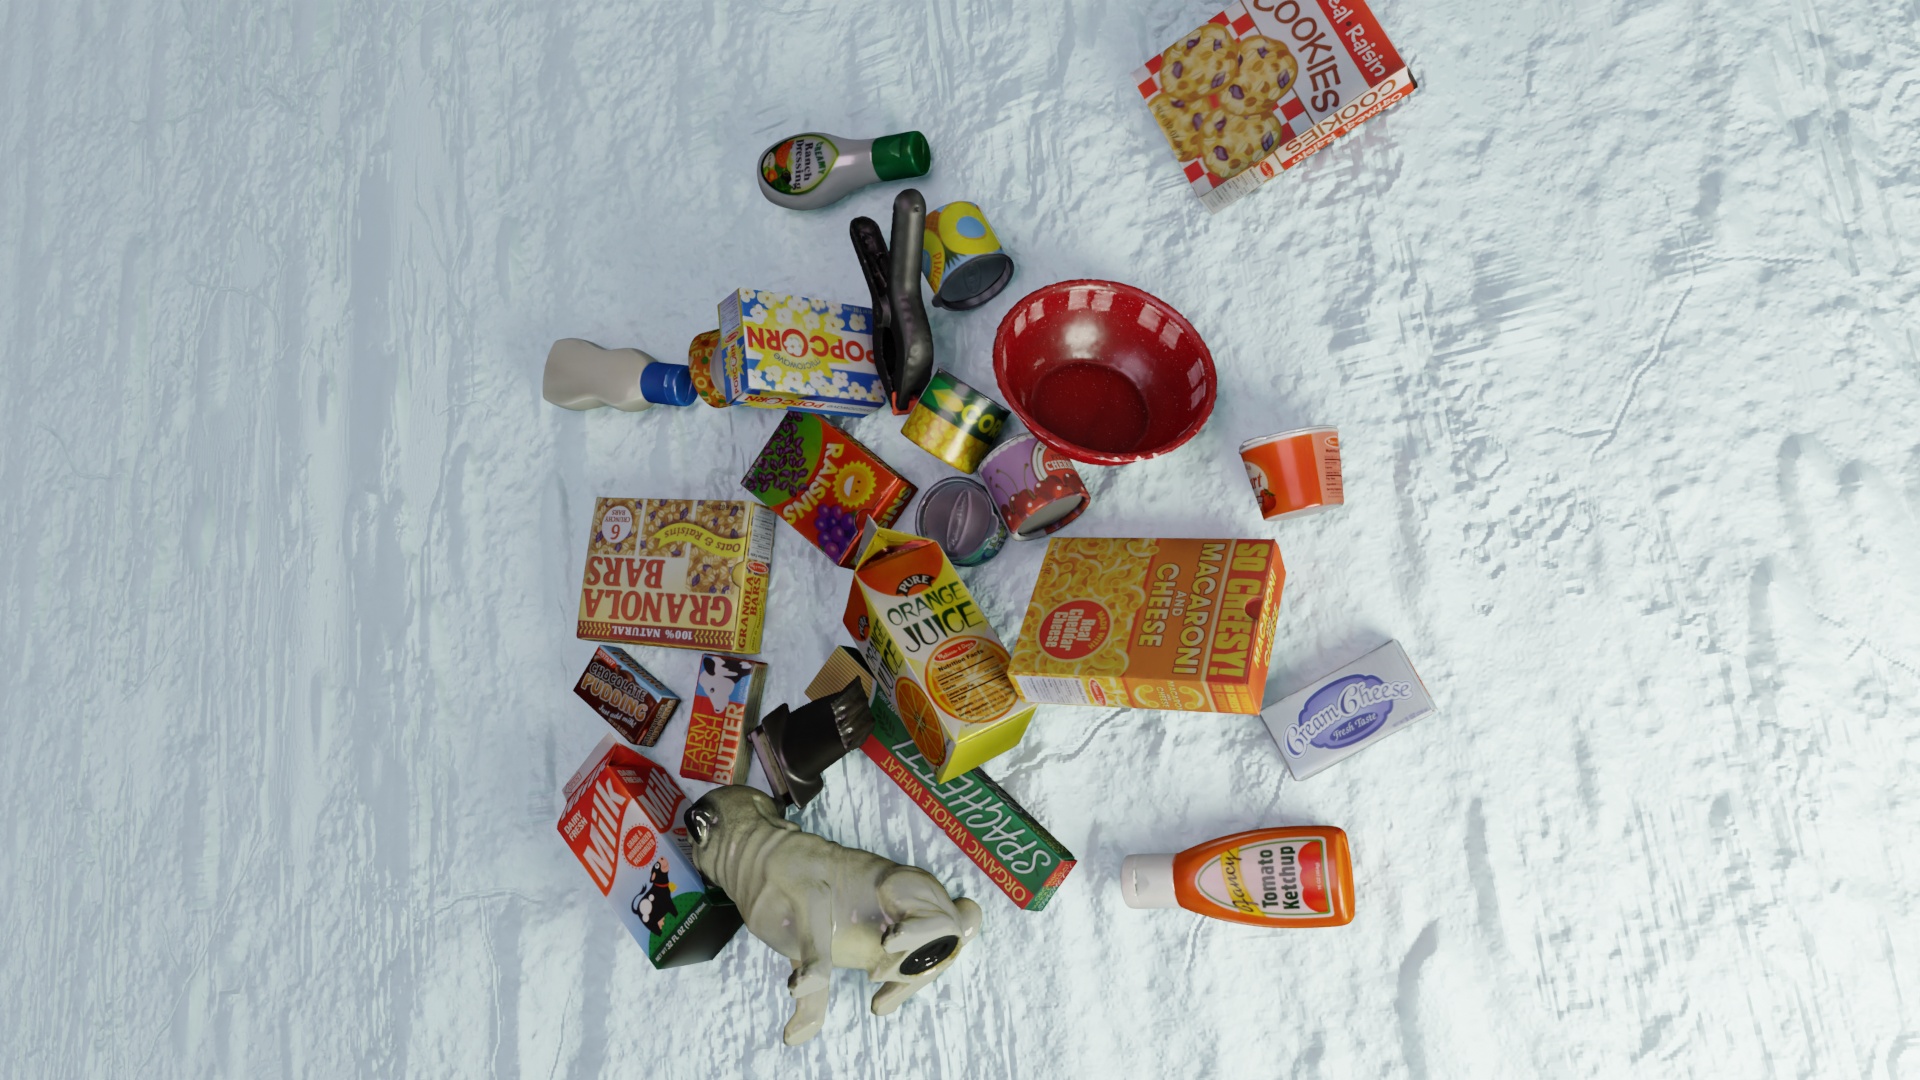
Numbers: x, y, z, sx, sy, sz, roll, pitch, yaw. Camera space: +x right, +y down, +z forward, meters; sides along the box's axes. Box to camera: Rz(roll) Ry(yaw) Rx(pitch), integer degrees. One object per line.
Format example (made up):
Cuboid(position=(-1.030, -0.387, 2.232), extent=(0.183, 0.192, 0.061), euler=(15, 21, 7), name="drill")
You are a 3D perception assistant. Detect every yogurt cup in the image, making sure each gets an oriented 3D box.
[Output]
Cuboid(position=(0.227, -0.044, 0.942), extent=(0.072, 0.072, 0.054), euler=(-13, 82, 23), name="yogurt cup")

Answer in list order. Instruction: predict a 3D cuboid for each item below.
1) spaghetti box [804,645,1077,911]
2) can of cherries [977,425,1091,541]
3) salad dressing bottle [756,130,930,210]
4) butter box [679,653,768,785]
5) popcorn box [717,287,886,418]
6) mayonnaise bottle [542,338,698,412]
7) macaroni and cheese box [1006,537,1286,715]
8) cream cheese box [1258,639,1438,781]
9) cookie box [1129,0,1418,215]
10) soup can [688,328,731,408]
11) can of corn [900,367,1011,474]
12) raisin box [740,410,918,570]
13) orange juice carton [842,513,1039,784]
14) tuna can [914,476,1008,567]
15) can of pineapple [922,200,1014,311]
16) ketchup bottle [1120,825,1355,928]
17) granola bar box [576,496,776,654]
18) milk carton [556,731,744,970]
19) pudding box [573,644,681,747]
Cuboid(position=(-0.019, 0.173, 1.035), extent=(0.250, 0.028, 0.050), euler=(41, 99, 27), name="spaghetti box")
Cuboid(position=(0.056, -0.041, 1.020), extent=(0.071, 0.071, 0.058), euler=(-33, 68, 17), name="can of cherries")
Cuboid(position=(-0.098, -0.314, 1.164), extent=(0.147, 0.044, 0.064), euler=(-2, 80, 25), name="salad dressing bottle")
Cuboid(position=(-0.192, 0.146, 1.127), extent=(0.053, 0.024, 0.103), euler=(7, 83, 26), name="butter box")
Cuboid(position=(-0.124, -0.146, 1.097), extent=(0.038, 0.127, 0.085), euler=(-25, 68, 50), name="popcorn box")
Cuboid(position=(-0.301, -0.143, 1.230), extent=(0.148, 0.041, 0.065), euler=(9, 85, 26), name="mayonnaise bottle")
Cuboid(position=(0.128, 0.055, 0.951), extent=(0.166, 0.040, 0.124), euler=(0, 49, 25), name="macaroni and cheese box")
Cuboid(position=(0.255, 0.113, 0.917), extent=(0.103, 0.024, 0.053), euler=(-32, 67, 17), name="cream cheese box")
Cuboid(position=(0.226, -0.336, 1.015), extent=(0.167, 0.040, 0.123), euler=(-30, 68, 19), name="cookie box")
Cuboid(position=(-0.174, -0.148, 1.152), extent=(0.083, 0.071, 0.071), euler=(-10, 76, 24), name="soup can")
Cuboid(position=(-0.002, -0.090, 1.059), extent=(0.071, 0.071, 0.058), euler=(35, 97, 27), name="can of corn")
Cuboid(position=(-0.106, -0.045, 1.116), extent=(0.123, 0.040, 0.086), euler=(38, 96, 26), name="raisin box")
Cuboid(position=(-0.027, 0.072, 1.020), extent=(0.073, 0.071, 0.193), euler=(-22, 64, -24), name="orange juice carton")
Cuboid(position=(0.004, -0.013, 1.060), extent=(0.071, 0.033, 0.071), euler=(-5, 78, 25), name="tuna can")
Cuboid(position=(-0.001, -0.221, 1.085), extent=(0.071, 0.071, 0.058), euler=(-35, 66, 16), name="can of pineapple")
Cuboid(position=(0.182, 0.224, 0.920), extent=(0.148, 0.043, 0.065), euler=(-8, 76, 25), name="ketchup bottle")
Cuboid(position=(-0.240, 0.028, 1.166), extent=(0.165, 0.039, 0.124), euler=(2, 81, 26), name="granola bar box")
Cuboid(position=(-0.251, 0.243, 1.108), extent=(0.072, 0.073, 0.191), euler=(-50, 64, 10), name="milk carton")
Cuboid(position=(-0.281, 0.130, 1.169), extent=(0.084, 0.030, 0.049), euler=(35, 95, 27), name="pudding box")
